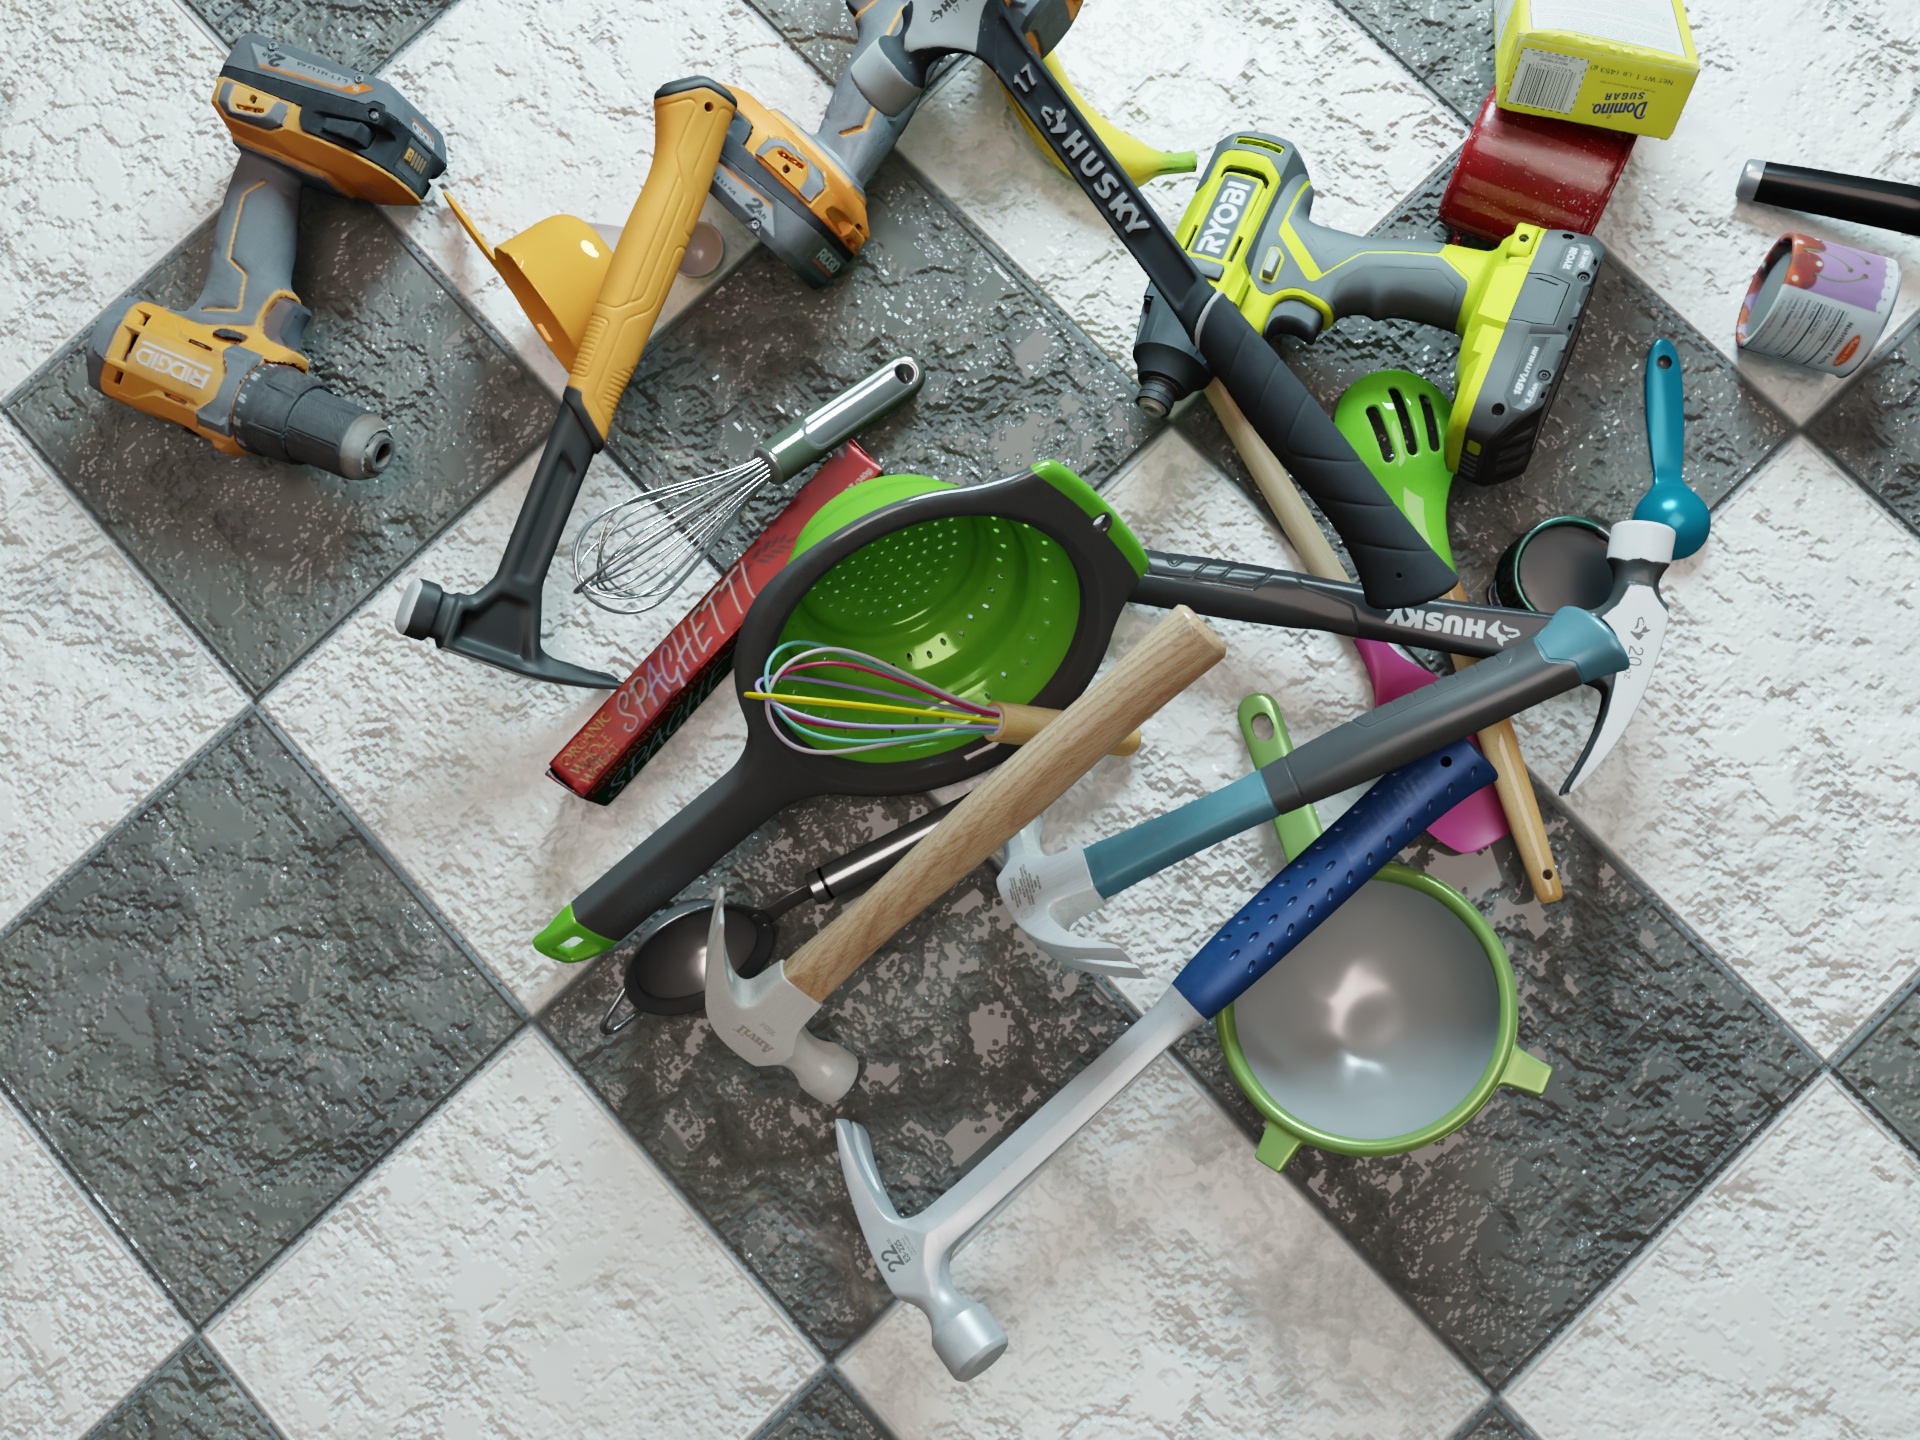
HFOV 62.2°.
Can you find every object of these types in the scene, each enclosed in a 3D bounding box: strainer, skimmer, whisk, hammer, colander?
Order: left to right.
[{"bbox_3d":[-0.189,-0.184,0.867,0.127,0.034,0.337,20,93,-29],"label":"hammer"},{"bbox_3d":[-0.112,-0.137,0.877,0.246,0.059,0.058,-39,98,-23],"label":"whisk"},{"bbox_3d":[-0.090,-0.013,0.864,0.397,0.204,0.095,-39,47,13],"label":"colander"},{"bbox_3d":[-0.084,0.093,0.863,0.258,0.086,0.050,-26,51,0],"label":"strainer"},{"bbox_3d":[-0.003,-0.003,0.822,0.244,0.047,0.051,7,59,-37],"label":"whisk"},{"bbox_3d":[-0.002,0.061,0.807,0.331,0.031,0.130,-42,118,13],"label":"hammer"},{"bbox_3d":[0.106,0.147,0.819,0.405,0.035,0.144,-43,62,3],"label":"hammer"},{"bbox_3d":[0.119,-0.224,0.813,0.149,0.036,0.409,-37,91,27],"label":"hammer"},{"bbox_3d":[0.169,0.029,0.803,0.331,0.033,0.128,-27,45,15],"label":"hammer"},{"bbox_3d":[0.200,-0.056,0.861,0.335,0.035,0.146,10,87,13],"label":"hammer"},{"bbox_3d":[0.201,0.107,0.855,0.151,0.069,0.257,-22,63,14],"label":"strainer"},{"bbox_3d":[0.620,-0.251,0.890,0.363,0.090,0.127,18,86,16],"label":"skimmer"}]

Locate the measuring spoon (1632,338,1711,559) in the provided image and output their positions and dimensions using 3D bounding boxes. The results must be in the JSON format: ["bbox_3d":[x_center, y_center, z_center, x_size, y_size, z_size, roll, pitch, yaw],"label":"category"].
[{"bbox_3d":[0.399,-0.155,0.891,0.042,0.021,0.129,0,83,3],"label":"measuring spoon"}]

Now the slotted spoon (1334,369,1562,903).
[{"bbox_3d":[0.277,-0.053,0.875,0.070,0.031,0.314,-15,80,0],"label":"slotted spoon"}]

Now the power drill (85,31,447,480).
[{"bbox_3d":[-0.380,-0.258,0.920,0.185,0.084,0.226,23,88,10],"label":"power drill"}]

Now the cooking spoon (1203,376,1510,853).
[{"bbox_3d":[0.214,-0.071,0.893,0.069,0.017,0.319,-27,81,-13],"label":"cooking spoon"}]

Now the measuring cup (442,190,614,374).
[{"bbox_3d":[-0.243,-0.271,0.926,0.052,0.095,0.174,-35,62,-12],"label":"measuring cup"}]

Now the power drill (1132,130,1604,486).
[{"bbox_3d":[0.213,-0.216,0.864,0.223,0.080,0.171,21,77,19],"label":"power drill"}]

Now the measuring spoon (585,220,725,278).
[{"bbox_3d":[-0.198,-0.283,0.951,0.124,0.018,0.034,9,83,11],"label":"measuring spoon"}]

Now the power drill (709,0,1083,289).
[{"bbox_3d":[-0.062,-0.380,0.903,0.164,0.084,0.226,45,98,8],"label":"power drill"}]
